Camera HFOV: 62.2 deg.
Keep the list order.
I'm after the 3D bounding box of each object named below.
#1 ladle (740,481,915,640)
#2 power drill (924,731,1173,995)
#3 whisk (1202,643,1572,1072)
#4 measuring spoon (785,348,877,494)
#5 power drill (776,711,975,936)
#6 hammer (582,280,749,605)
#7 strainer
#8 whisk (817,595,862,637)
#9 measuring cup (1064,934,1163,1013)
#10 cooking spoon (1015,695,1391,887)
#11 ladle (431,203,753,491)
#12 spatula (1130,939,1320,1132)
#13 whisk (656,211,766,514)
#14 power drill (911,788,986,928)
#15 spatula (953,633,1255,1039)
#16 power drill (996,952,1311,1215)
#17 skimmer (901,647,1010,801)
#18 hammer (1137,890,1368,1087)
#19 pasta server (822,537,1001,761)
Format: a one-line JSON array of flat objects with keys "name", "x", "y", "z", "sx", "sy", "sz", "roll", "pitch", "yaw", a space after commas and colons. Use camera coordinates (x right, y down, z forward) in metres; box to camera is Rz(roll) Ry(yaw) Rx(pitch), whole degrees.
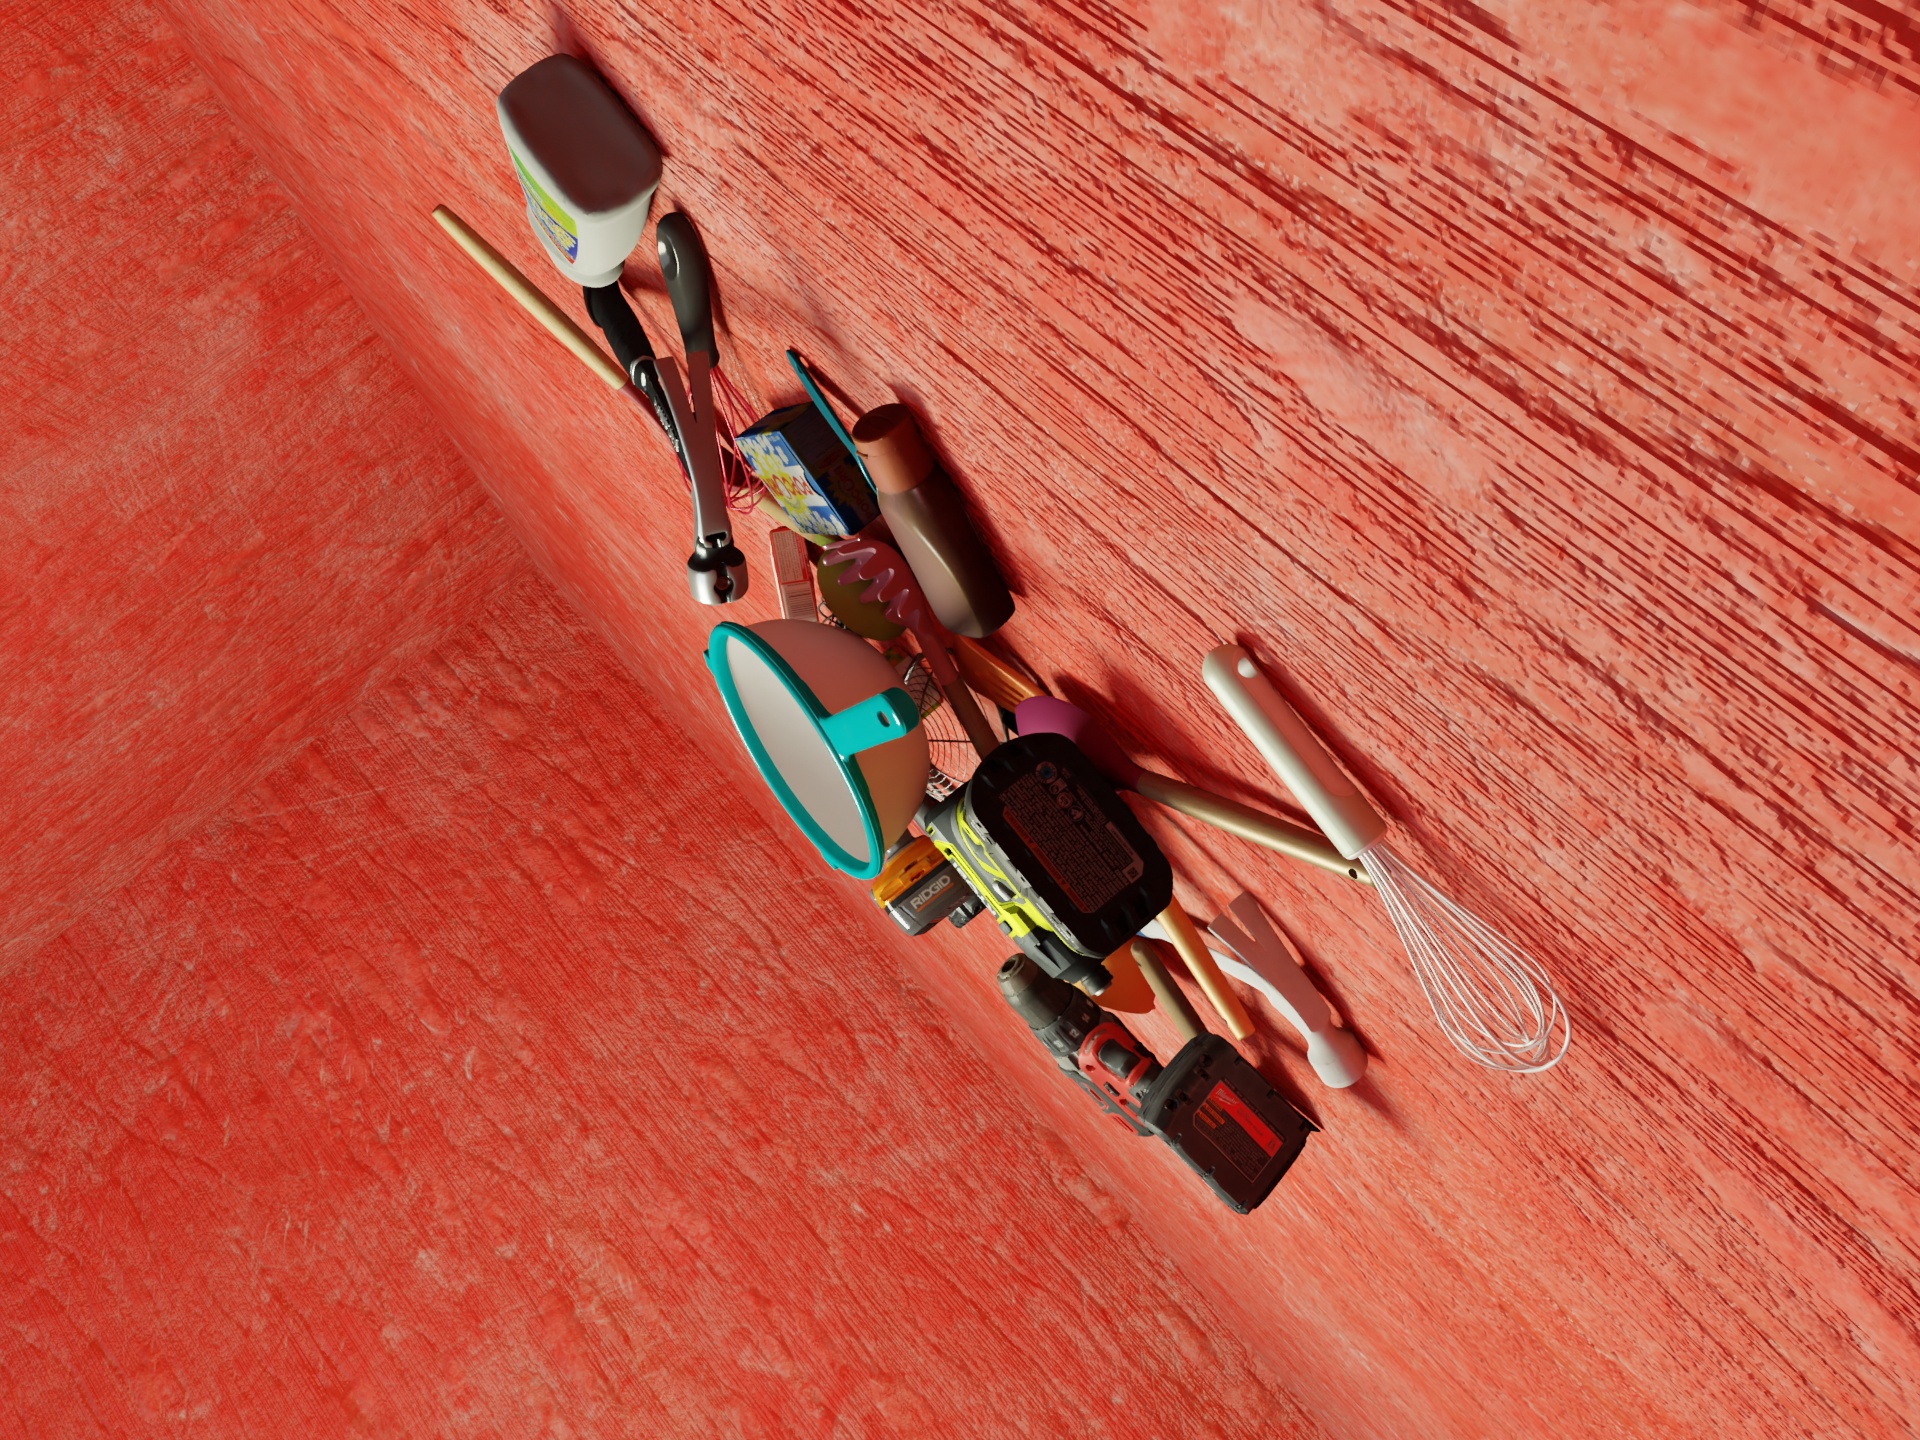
[{"name": "ladle", "x": -0.119, "y": -0.136, "z": 1.217, "sx": 0.078, "sy": 0.062, "sz": 0.320, "roll": 19, "pitch": -170, "yaw": -33}, {"name": "power drill", "x": 0.056, "y": 0.099, "z": 1.026, "sx": 0.171, "sy": 0.080, "sz": 0.223, "roll": 51, "pitch": 166, "yaw": 7}, {"name": "whisk", "x": 0.195, "y": 0.063, "z": 0.740, "sx": 0.246, "sy": 0.058, "sz": 0.059, "roll": 52, "pitch": 134, "yaw": 4}, {"name": "measuring spoon", "x": -0.068, "y": -0.187, "z": 0.985, "sx": 0.129, "sy": 0.021, "sz": 0.042, "roll": 55, "pitch": 170, "yaw": 19}, {"name": "power drill", "x": -0.075, "y": 0.065, "z": 1.306, "sx": 0.226, "sy": 0.084, "sz": 0.164, "roll": 52, "pitch": 180, "yaw": 8}, {"name": "hammer", "x": -0.213, "y": -0.234, "z": 1.078, "sx": 0.409, "sy": 0.036, "sz": 0.149, "roll": -123, "pitch": 24, "yaw": -52}, {"name": "strainer", "x": -0.064, "y": -0.005, "z": 1.083, "sx": 0.211, "sy": 0.095, "sz": 0.340, "roll": 59, "pitch": 159, "yaw": -5}, {"name": "whisk", "x": -0.092, "y": -0.081, "z": 1.315, "sx": 0.055, "sy": 0.055, "sz": 0.239, "roll": 50, "pitch": 172, "yaw": 0}, {"name": "measuring cup", "x": 0.122, "y": 0.193, "z": 1.343, "sx": 0.095, "sy": 0.052, "sz": 0.174, "roll": 17, "pitch": -172, "yaw": -3}, {"name": "cooking spoon", "x": 0.123, "y": 0.042, "z": 0.913, "sx": 0.319, "sy": 0.017, "sz": 0.068, "roll": 22, "pitch": 130, "yaw": 54}, {"name": "ladle", "x": -0.280, "y": -0.279, "z": 1.228, "sx": 0.315, "sy": 0.031, "sz": 0.069, "roll": 43, "pitch": -162, "yaw": -32}, {"name": "spatula", "x": 0.191, "y": 0.239, "z": 1.195, "sx": 0.082, "sy": 0.044, "sz": 0.317, "roll": 35, "pitch": 166, "yaw": 43}, {"name": "whisk", "x": -0.176, "y": -0.240, "z": 1.111, "sx": 0.073, "sy": 0.073, "sz": 0.295, "roll": 45, "pitch": 160, "yaw": 21}, {"name": "power drill", "x": -0.037, "y": 0.094, "z": 1.570, "sx": 0.220, "sy": 0.078, "sz": 0.143, "roll": 51, "pitch": 168, "yaw": 6}, {"name": "spatula", "x": 0.092, "y": 0.072, "z": 1.044, "sx": 0.323, "sy": 0.041, "sz": 0.081, "roll": 58, "pitch": 171, "yaw": 21}, {"name": "power drill", "x": 0.129, "y": 0.255, "z": 1.170, "sx": 0.187, "sy": 0.080, "sz": 0.227, "roll": 46, "pitch": 166, "yaw": -18}, {"name": "skimmer", "x": 0.018, "y": 0.043, "z": 1.319, "sx": 0.127, "sy": 0.090, "sz": 0.363, "roll": 57, "pitch": -179, "yaw": 19}, {"name": "hammer", "x": 0.143, "y": 0.149, "z": 1.184, "sx": 0.144, "sy": 0.035, "sz": 0.406, "roll": 54, "pitch": 167, "yaw": -20}, {"name": "pasta server", "x": -0.002, "y": -0.004, "z": 1.105, "sx": 0.060, "sy": 0.040, "sz": 0.316, "roll": 25, "pitch": 150, "yaw": 55}]
